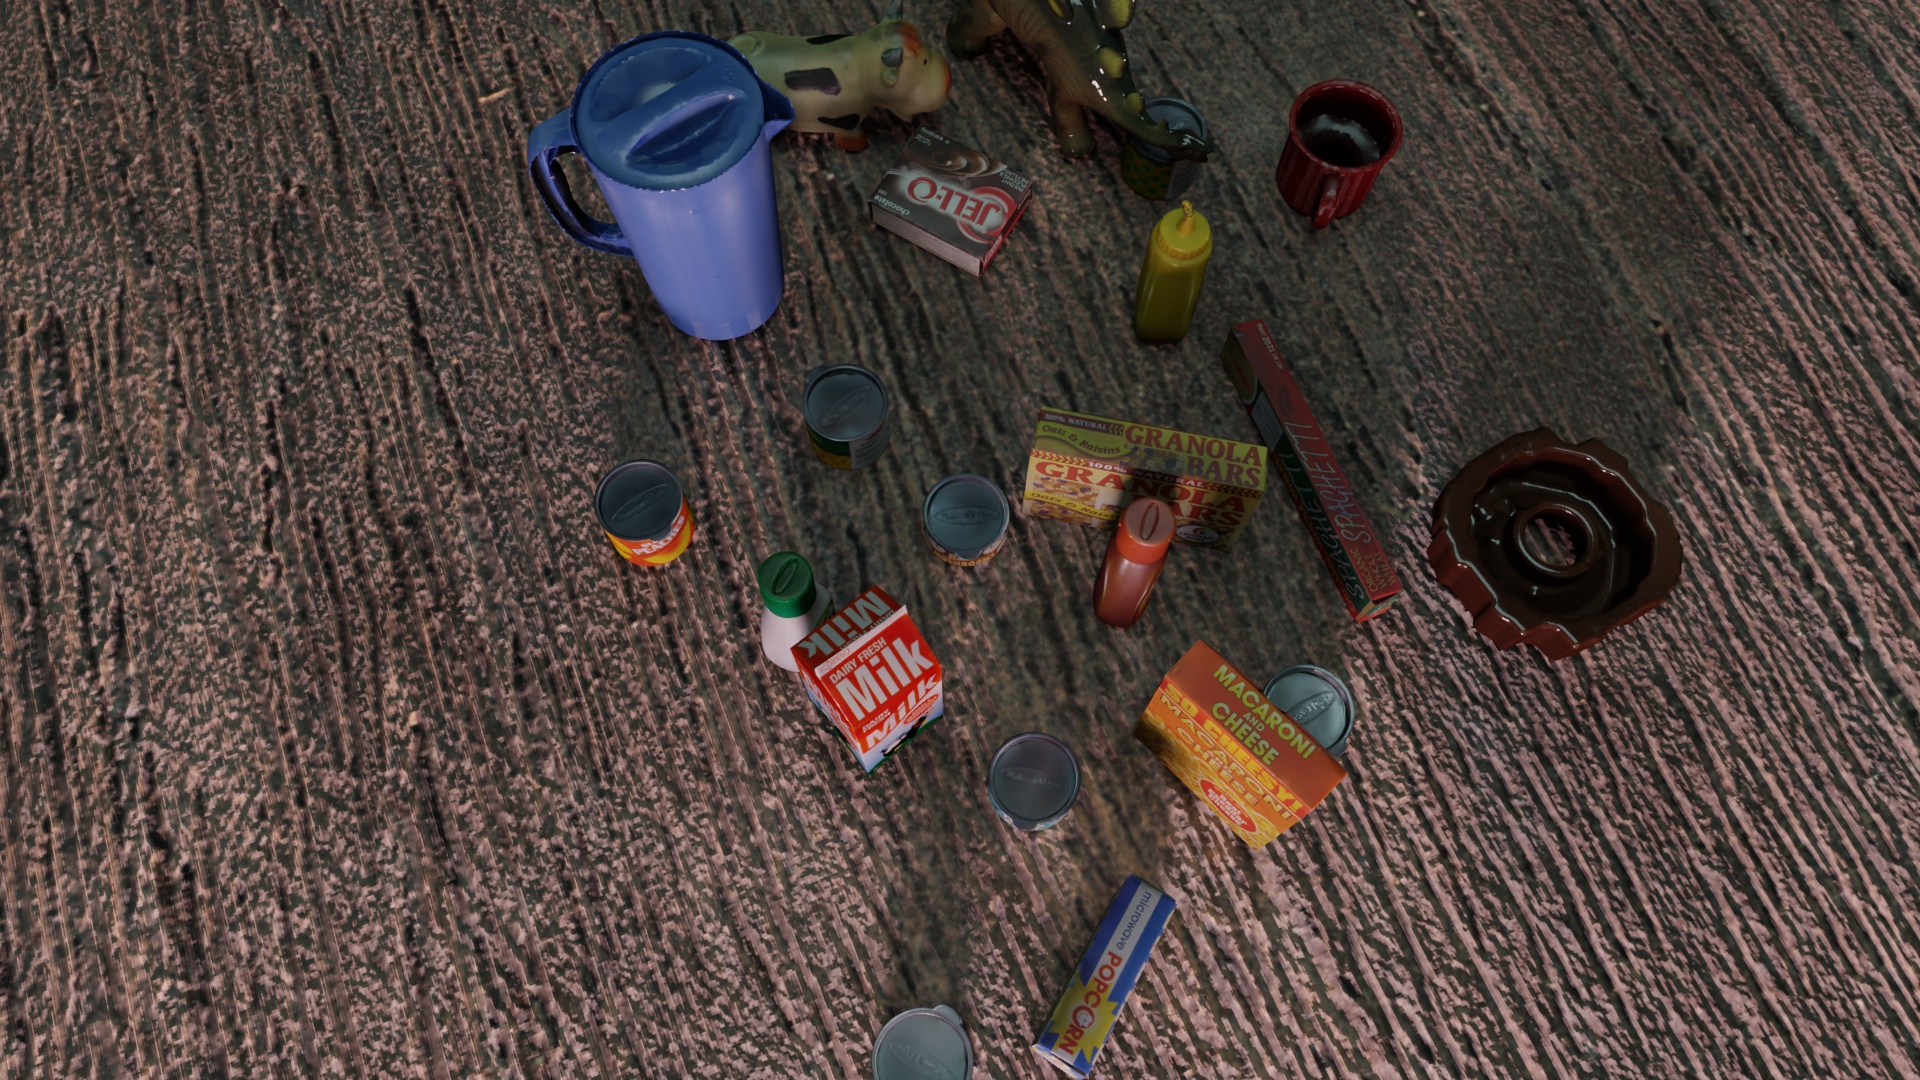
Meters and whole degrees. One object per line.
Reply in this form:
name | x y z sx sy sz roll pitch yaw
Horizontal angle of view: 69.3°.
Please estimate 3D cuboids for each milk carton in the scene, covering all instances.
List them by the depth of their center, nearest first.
milk carton | -0.061 0.093 0.940 0.072 0.190 0.073 -36 74 -13

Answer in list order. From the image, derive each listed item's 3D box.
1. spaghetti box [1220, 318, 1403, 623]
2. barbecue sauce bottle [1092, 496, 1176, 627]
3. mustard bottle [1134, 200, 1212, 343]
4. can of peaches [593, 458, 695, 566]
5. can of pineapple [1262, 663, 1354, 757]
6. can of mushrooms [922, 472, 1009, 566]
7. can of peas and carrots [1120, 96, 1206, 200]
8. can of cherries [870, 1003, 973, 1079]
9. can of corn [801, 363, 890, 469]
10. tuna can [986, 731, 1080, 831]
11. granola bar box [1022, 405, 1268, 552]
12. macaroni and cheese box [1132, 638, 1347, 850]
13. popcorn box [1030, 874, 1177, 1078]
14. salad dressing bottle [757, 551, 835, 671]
spaghetti box | 0.270 -0.056 1.079 0.029 0.050 0.250 -19 70 -8
barbecue sauce bottle | 0.125 0.013 0.997 0.044 0.148 0.065 18 70 6
mustard bottle | 0.167 -0.213 1.080 0.049 0.159 0.065 7 69 2
can of peaches | -0.237 -0.018 1.051 0.071 0.058 0.071 0 69 -1
can of pineapple | 0.244 0.130 1.001 0.071 0.057 0.071 0 69 -1
can of mushrooms | 0.004 -0.013 1.067 0.071 0.033 0.071 0 69 -1
can of peas and carrots | 0.170 -0.334 1.182 0.071 0.058 0.071 0 69 -1
can of cherries | -0.023 0.341 0.914 0.071 0.058 0.072 0 69 -1
can of corn | -0.090 -0.097 1.085 0.071 0.058 0.071 0 69 -1
tuna can | 0.051 0.175 0.994 0.071 0.032 0.071 0 69 -1
granola bar box | 0.133 -0.044 1.032 0.166 0.123 0.039 11 69 3
macaroni and cheese box | 0.183 0.141 0.938 0.124 0.166 0.040 43 74 14
popcorn box | 0.095 0.289 0.922 0.038 0.085 0.127 29 71 10
salad dressing bottle | -0.117 0.050 0.979 0.044 0.147 0.064 26 71 9
